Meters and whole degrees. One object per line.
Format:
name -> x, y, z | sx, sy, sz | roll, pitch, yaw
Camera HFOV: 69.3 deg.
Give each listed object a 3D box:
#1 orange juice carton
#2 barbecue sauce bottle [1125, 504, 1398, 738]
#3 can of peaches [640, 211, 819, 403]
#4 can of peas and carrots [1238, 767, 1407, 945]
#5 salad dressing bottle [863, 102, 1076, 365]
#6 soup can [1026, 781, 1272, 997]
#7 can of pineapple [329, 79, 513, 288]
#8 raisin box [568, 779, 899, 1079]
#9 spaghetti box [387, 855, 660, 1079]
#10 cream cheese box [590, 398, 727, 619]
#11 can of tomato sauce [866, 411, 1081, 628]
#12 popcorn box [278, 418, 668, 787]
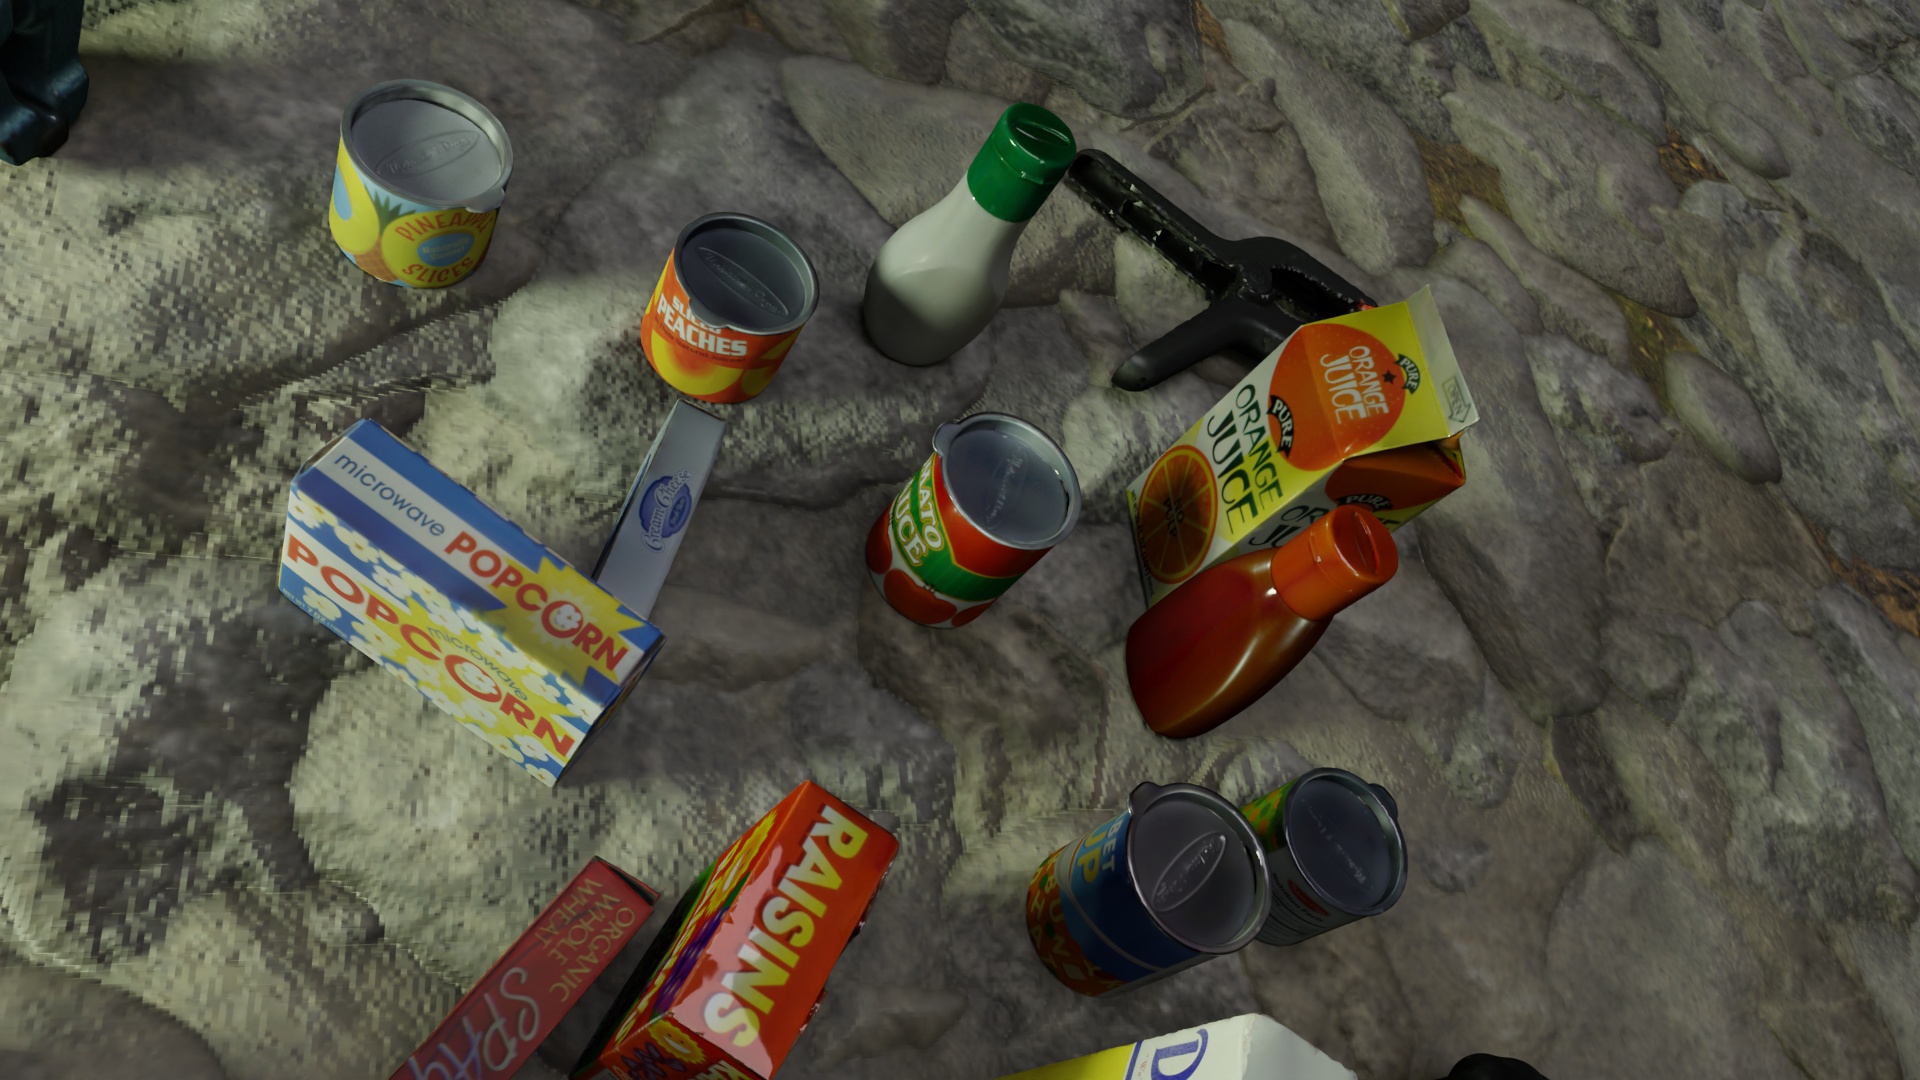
orange juice carton -> 0.161, -0.035, 0.646 | 0.073, 0.191, 0.072 | 7, 59, -26
barbecue sauce bottle -> 0.130, 0.034, 0.615 | 0.044, 0.147, 0.065 | 6, 60, -27
can of peaches -> -0.106, -0.102, 0.622 | 0.071, 0.057, 0.071 | 14, 56, -22
can of peas and carrots -> 0.156, 0.141, 0.623 | 0.071, 0.058, 0.071 | 14, 56, -22
salad dressing bottle -> 0.003, -0.140, 0.649 | 0.064, 0.147, 0.044 | 14, 57, -22
soup can -> 0.072, 0.140, 0.560 | 0.071, 0.083, 0.071 | 14, 56, -22
can of pineapple -> -0.226, -0.147, 0.581 | 0.071, 0.057, 0.071 | 14, 56, -22
raisin box -> -0.075, 0.139, 0.452 | 0.040, 0.122, 0.086 | 37, 51, -6
spaghetti box -> -0.183, 0.195, 0.405 | 0.028, 0.050, 0.251 | 42, 50, -1
cream cheese box -> -0.126, -0.001, 0.553 | 0.024, 0.053, 0.104 | 26, 53, -14
can of tomato sauce -> 0.002, -0.008, 0.610 | 0.071, 0.082, 0.071 | 14, 56, -22
popcorn box -> -0.175, 0.025, 0.489 | 0.126, 0.084, 0.038 | 37, 51, -5
